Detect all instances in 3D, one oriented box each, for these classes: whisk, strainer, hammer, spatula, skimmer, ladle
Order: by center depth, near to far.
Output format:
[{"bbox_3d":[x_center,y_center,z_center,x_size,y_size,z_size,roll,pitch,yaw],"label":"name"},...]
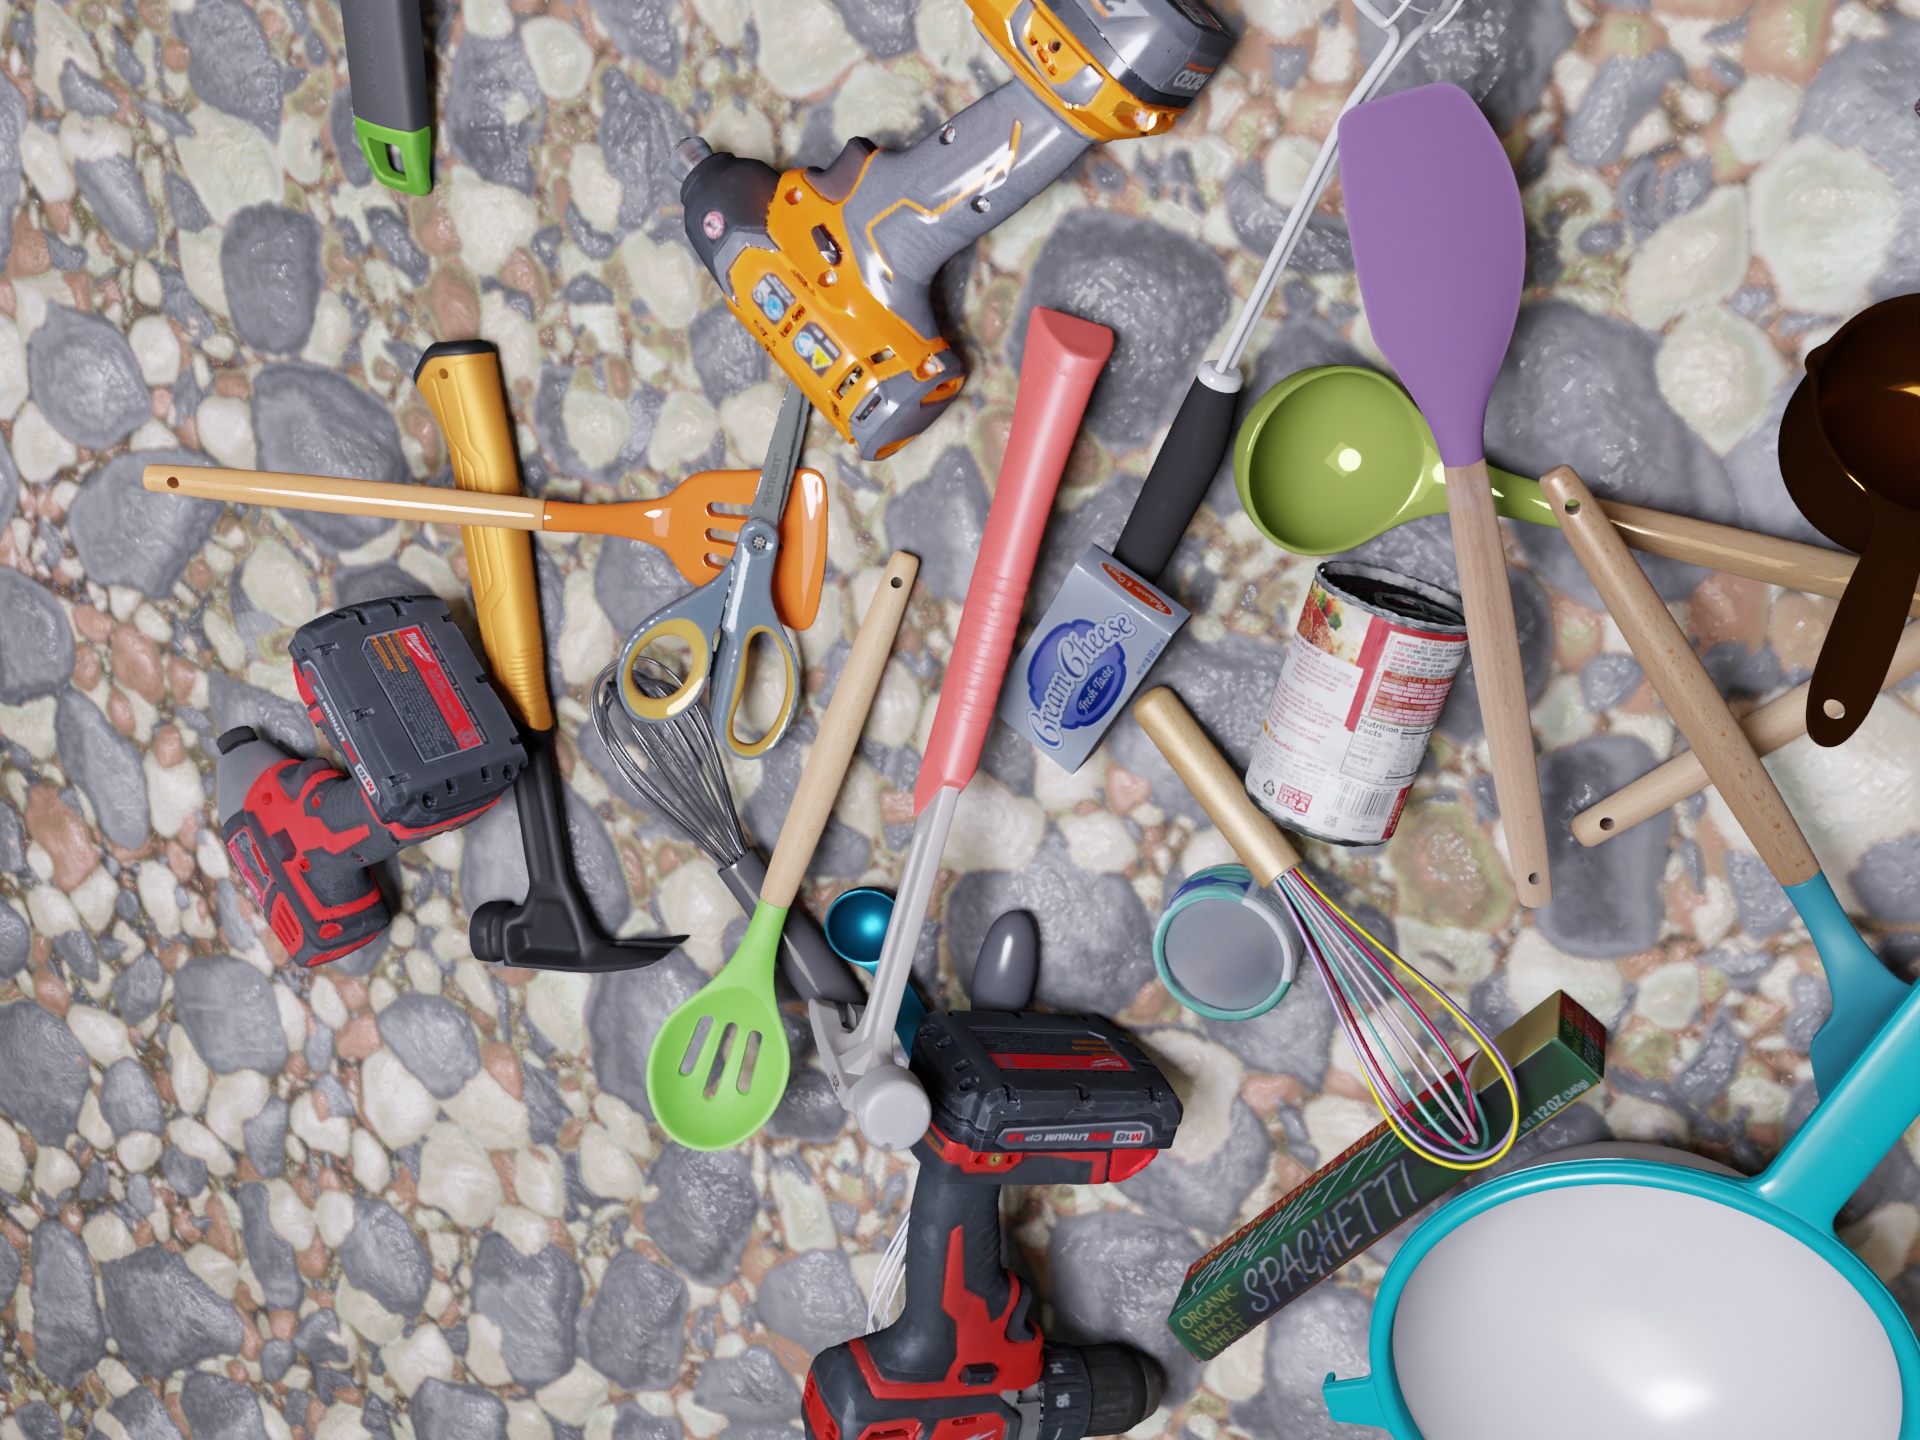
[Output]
[{"bbox_3d":[0.195,-0.073,0.596,0.060,0.018,0.315,-11,107,11],"label":"spatula"},{"bbox_3d":[0.260,-0.069,0.603,0.320,0.062,0.078,18,115,18],"label":"ladle"},{"bbox_3d":[0.307,0.035,0.613,0.082,0.044,0.317,-30,100,27],"label":"spatula"},{"bbox_3d":[0.106,-0.203,0.621,0.090,0.127,0.363,41,129,24],"label":"skimmer"},{"bbox_3d":[0.312,0.206,0.656,0.211,0.095,0.340,29,114,9],"label":"strainer"},{"bbox_3d":[0.150,0.086,0.685,0.245,0.051,0.047,54,135,16],"label":"whisk"},{"bbox_3d":[-0.001,-0.002,0.710,0.036,0.149,0.359,13,98,-16],"label":"hammer"},{"bbox_3d":[-0.226,-0.100,0.766,0.322,0.041,0.081,5,110,-7],"label":"spatula"},{"bbox_3d":[0.002,0.227,0.810,0.070,0.070,0.284,17,107,16],"label":"whisk"},{"bbox_3d":[-0.111,0.071,0.811,0.055,0.055,0.239,-30,98,26],"label":"whisk"},{"bbox_3d":[-0.226,-0.027,0.829,0.127,0.034,0.336,0,106,22],"label":"hammer"}]

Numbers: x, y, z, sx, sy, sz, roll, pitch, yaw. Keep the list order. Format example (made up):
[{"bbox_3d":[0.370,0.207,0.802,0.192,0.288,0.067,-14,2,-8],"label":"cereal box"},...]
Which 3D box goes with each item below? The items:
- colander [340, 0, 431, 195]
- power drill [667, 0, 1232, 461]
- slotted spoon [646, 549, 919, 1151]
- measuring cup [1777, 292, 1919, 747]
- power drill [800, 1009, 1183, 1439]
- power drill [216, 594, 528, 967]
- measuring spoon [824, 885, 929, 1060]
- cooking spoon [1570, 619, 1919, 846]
[{"bbox_3d":[-0.239,-0.433,0.688,0.204,0.094,0.396,21,131,14],"label":"colander"},{"bbox_3d":[-0.020,-0.240,0.657,0.164,0.084,0.226,48,120,4],"label":"power drill"},{"bbox_3d":[-0.079,0.066,0.774,0.070,0.031,0.313,20,101,-5],"label":"slotted spoon"},{"bbox_3d":[0.318,-0.062,0.550,0.095,0.052,0.174,23,78,14],"label":"measuring cup"},{"bbox_3d":[0.035,0.259,0.765,0.187,0.080,0.226,8,105,-26],"label":"power drill"},{"bbox_3d":[-0.330,0.031,0.847,0.219,0.078,0.143,-37,80,41],"label":"power drill"},{"bbox_3d":[-0.030,0.138,0.816,0.042,0.021,0.128,-20,107,11],"label":"measuring spoon"},{"bbox_3d":[0.374,-0.036,0.598,0.319,0.017,0.069,-36,90,26],"label":"cooking spoon"}]
